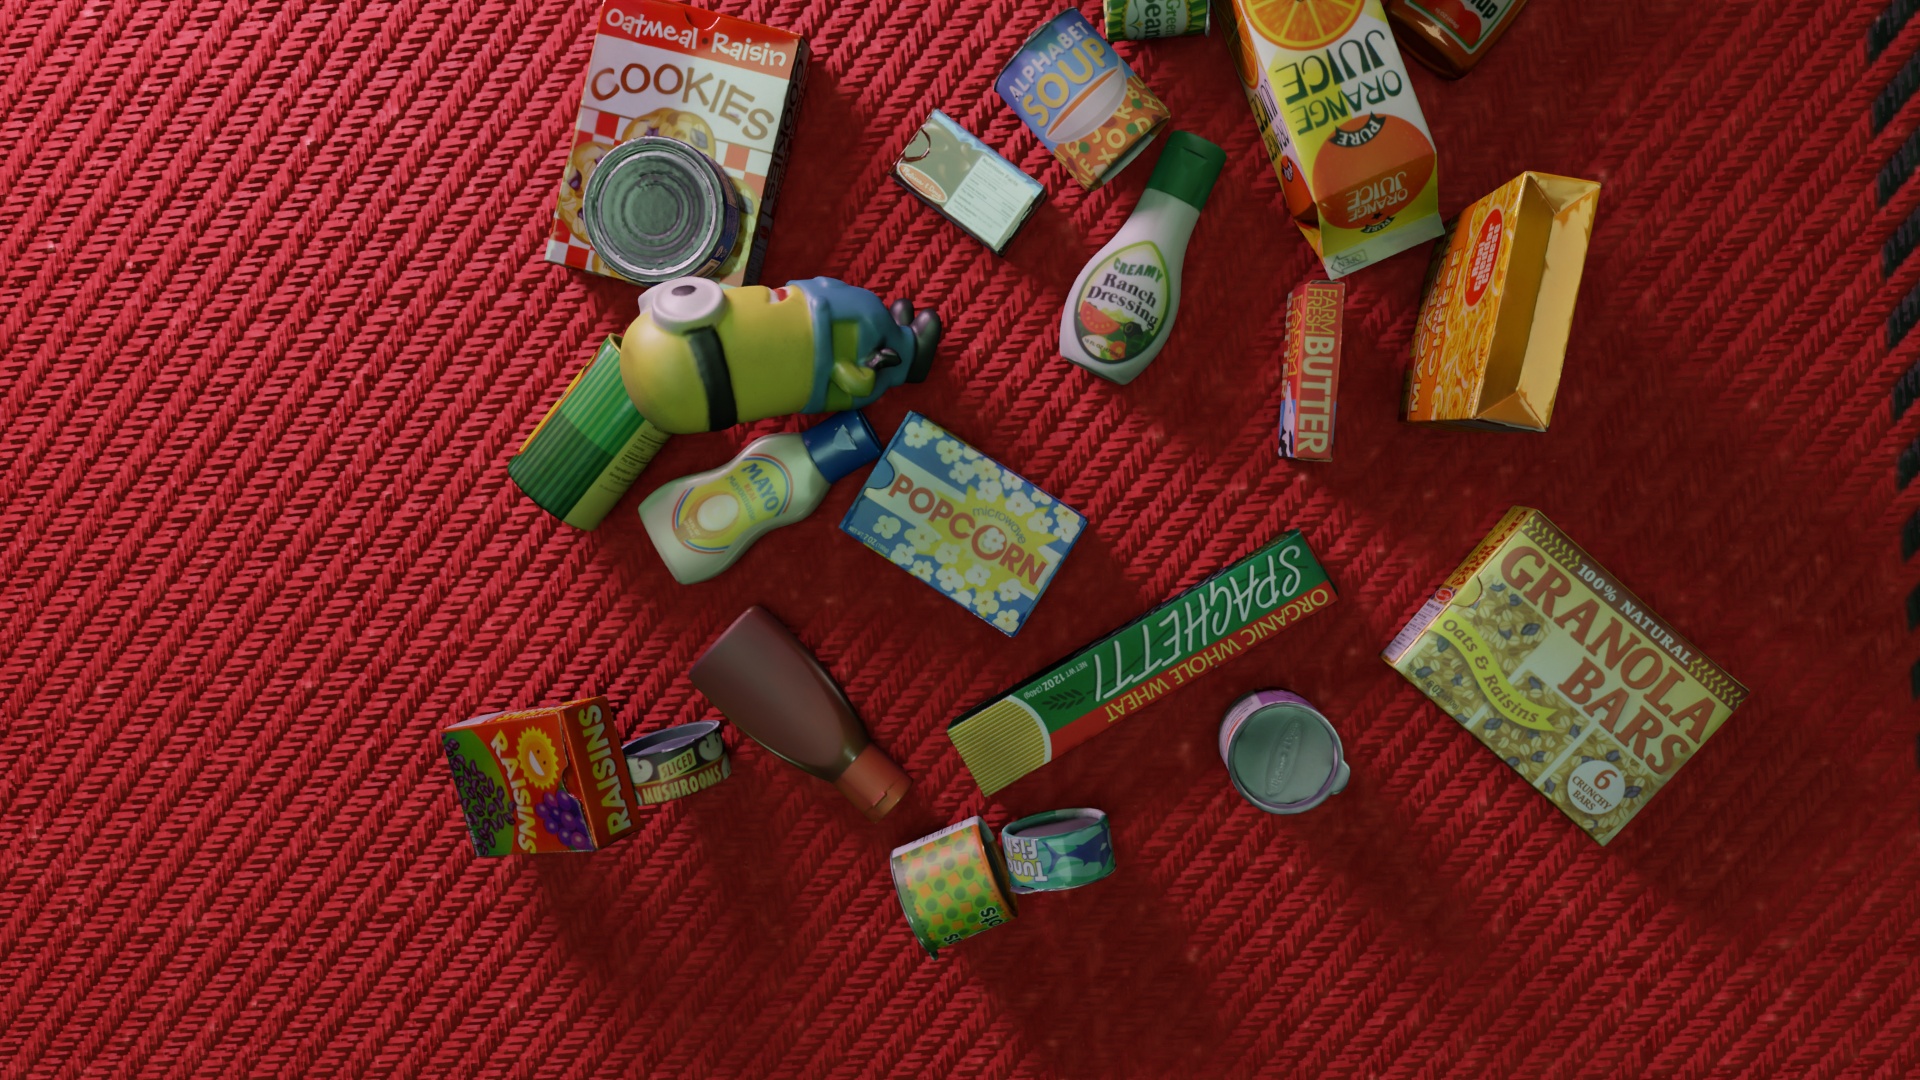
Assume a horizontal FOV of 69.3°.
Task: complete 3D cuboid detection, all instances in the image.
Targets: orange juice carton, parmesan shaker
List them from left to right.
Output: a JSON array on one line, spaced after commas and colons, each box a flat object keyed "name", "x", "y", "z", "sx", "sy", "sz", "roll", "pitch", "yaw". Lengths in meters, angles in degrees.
[{"name": "parmesan shaker", "x": -0.218, "y": -0.065, "z": 0.839, "sx": 0.071, "sy": 0.071, "sz": 0.103, "roll": 41, "pitch": 96, "yaw": 1}, {"name": "orange juice carton", "x": 0.211, "y": -0.251, "z": 0.794, "sx": 0.072, "sy": 0.073, "sz": 0.192, "roll": -21, "pitch": 93, "yaw": 5}]

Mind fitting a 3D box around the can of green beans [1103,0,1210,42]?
[{"name": "can of green beans", "x": 0.111, "y": -0.323, "z": 0.800, "sx": 0.058, "sy": 0.071, "sz": 0.071, "roll": -4, "pitch": 94, "yaw": 5}]

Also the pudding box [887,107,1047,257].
[{"name": "pudding box", "x": 0.005, "y": -0.214, "z": 0.833, "sx": 0.084, "sy": 0.030, "sz": 0.049, "roll": 36, "pitch": 97, "yaw": 1}]

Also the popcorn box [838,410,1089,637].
[{"name": "popcorn box", "x": 0.003, "y": -0.011, "z": 0.843, "sx": 0.127, "sy": 0.038, "sz": 0.085, "roll": 32, "pitch": 97, "yaw": 1}]

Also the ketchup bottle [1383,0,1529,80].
[{"name": "ketchup bottle", "x": 0.312, "y": -0.341, "z": 0.795, "sx": 0.065, "sy": 0.043, "sz": 0.148, "roll": 40, "pitch": 95, "yaw": 1}]

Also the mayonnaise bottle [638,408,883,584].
[{"name": "mayonnaise bottle", "x": -0.119, "y": -0.032, "z": 0.849, "sx": 0.148, "sy": 0.041, "sz": 0.065, "roll": -29, "pitch": 90, "yaw": 6}]

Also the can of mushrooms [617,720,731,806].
[{"name": "can of mushrooms", "x": -0.176, "y": 0.136, "z": 0.850, "sx": 0.071, "sy": 0.071, "sz": 0.033, "roll": -13, "pitch": 95, "yaw": 5}]

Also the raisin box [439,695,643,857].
[{"name": "raisin box", "x": -0.256, "y": 0.144, "z": 0.844, "sx": 0.123, "sy": 0.040, "sz": 0.086, "roll": -12, "pitch": 93, "yaw": 36}]

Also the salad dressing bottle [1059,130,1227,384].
[{"name": "salad dressing bottle", "x": 0.109, "y": -0.167, "z": 0.822, "sx": 0.064, "sy": 0.044, "sz": 0.147, "roll": 25, "pitch": 95, "yaw": 3}]

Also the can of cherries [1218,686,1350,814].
[{"name": "can of cherries", "x": 0.192, "y": 0.125, "z": 0.829, "sx": 0.071, "sy": 0.058, "sz": 0.071, "roll": 0, "pitch": 93, "yaw": 4}]

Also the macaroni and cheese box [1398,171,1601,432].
[{"name": "macaroni and cheese box", "x": 0.284, "y": -0.121, "z": 0.750, "sx": 0.040, "sy": 0.166, "sz": 0.123, "roll": 11, "pitch": 95, "yaw": 4}]

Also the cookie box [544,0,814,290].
[{"name": "cookie box", "x": -0.169, "y": -0.234, "z": 0.840, "sx": 0.123, "sy": 0.040, "sz": 0.167, "roll": 15, "pitch": 95, "yaw": 3}]

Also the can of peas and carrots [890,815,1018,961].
[{"name": "can of peas and carrots", "x": -0.002, "y": 0.211, "z": 0.844, "sx": 0.059, "sy": 0.071, "sz": 0.071, "roll": -24, "pitch": 92, "yaw": 5}]

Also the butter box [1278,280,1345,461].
[{"name": "butter box", "x": 0.205, "y": -0.098, "z": 0.815, "sx": 0.024, "sy": 0.053, "sz": 0.103, "roll": 3, "pitch": 94, "yaw": 2}]

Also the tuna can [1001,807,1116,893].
[{"name": "tuna can", "x": 0.057, "y": 0.186, "z": 0.837, "sx": 0.071, "sy": 0.071, "sz": 0.033, "roll": -10, "pitch": 92, "yaw": 5}]

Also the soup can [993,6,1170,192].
[{"name": "soup can", "x": 0.070, "y": -0.255, "z": 0.805, "sx": 0.071, "sy": 0.071, "sz": 0.084, "roll": -42, "pitch": 90, "yaw": 6}]

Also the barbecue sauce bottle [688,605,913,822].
[{"name": "barbecue sauce bottle", "x": -0.094, "y": 0.111, "z": 0.856, "sx": 0.148, "sy": 0.044, "sz": 0.065, "roll": 43, "pitch": 96, "yaw": 0}]

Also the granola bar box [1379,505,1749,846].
[{"name": "granola bar box", "x": 0.355, "y": 0.079, "z": 0.823, "sx": 0.165, "sy": 0.039, "sz": 0.124, "roll": 41, "pitch": 96, "yaw": 0}]

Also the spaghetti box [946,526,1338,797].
[{"name": "spaghetti box", "x": 0.110, "y": 0.074, "z": 0.846, "sx": 0.250, "sy": 0.029, "sz": 0.050, "roll": -30, "pitch": 92, "yaw": 6}]
